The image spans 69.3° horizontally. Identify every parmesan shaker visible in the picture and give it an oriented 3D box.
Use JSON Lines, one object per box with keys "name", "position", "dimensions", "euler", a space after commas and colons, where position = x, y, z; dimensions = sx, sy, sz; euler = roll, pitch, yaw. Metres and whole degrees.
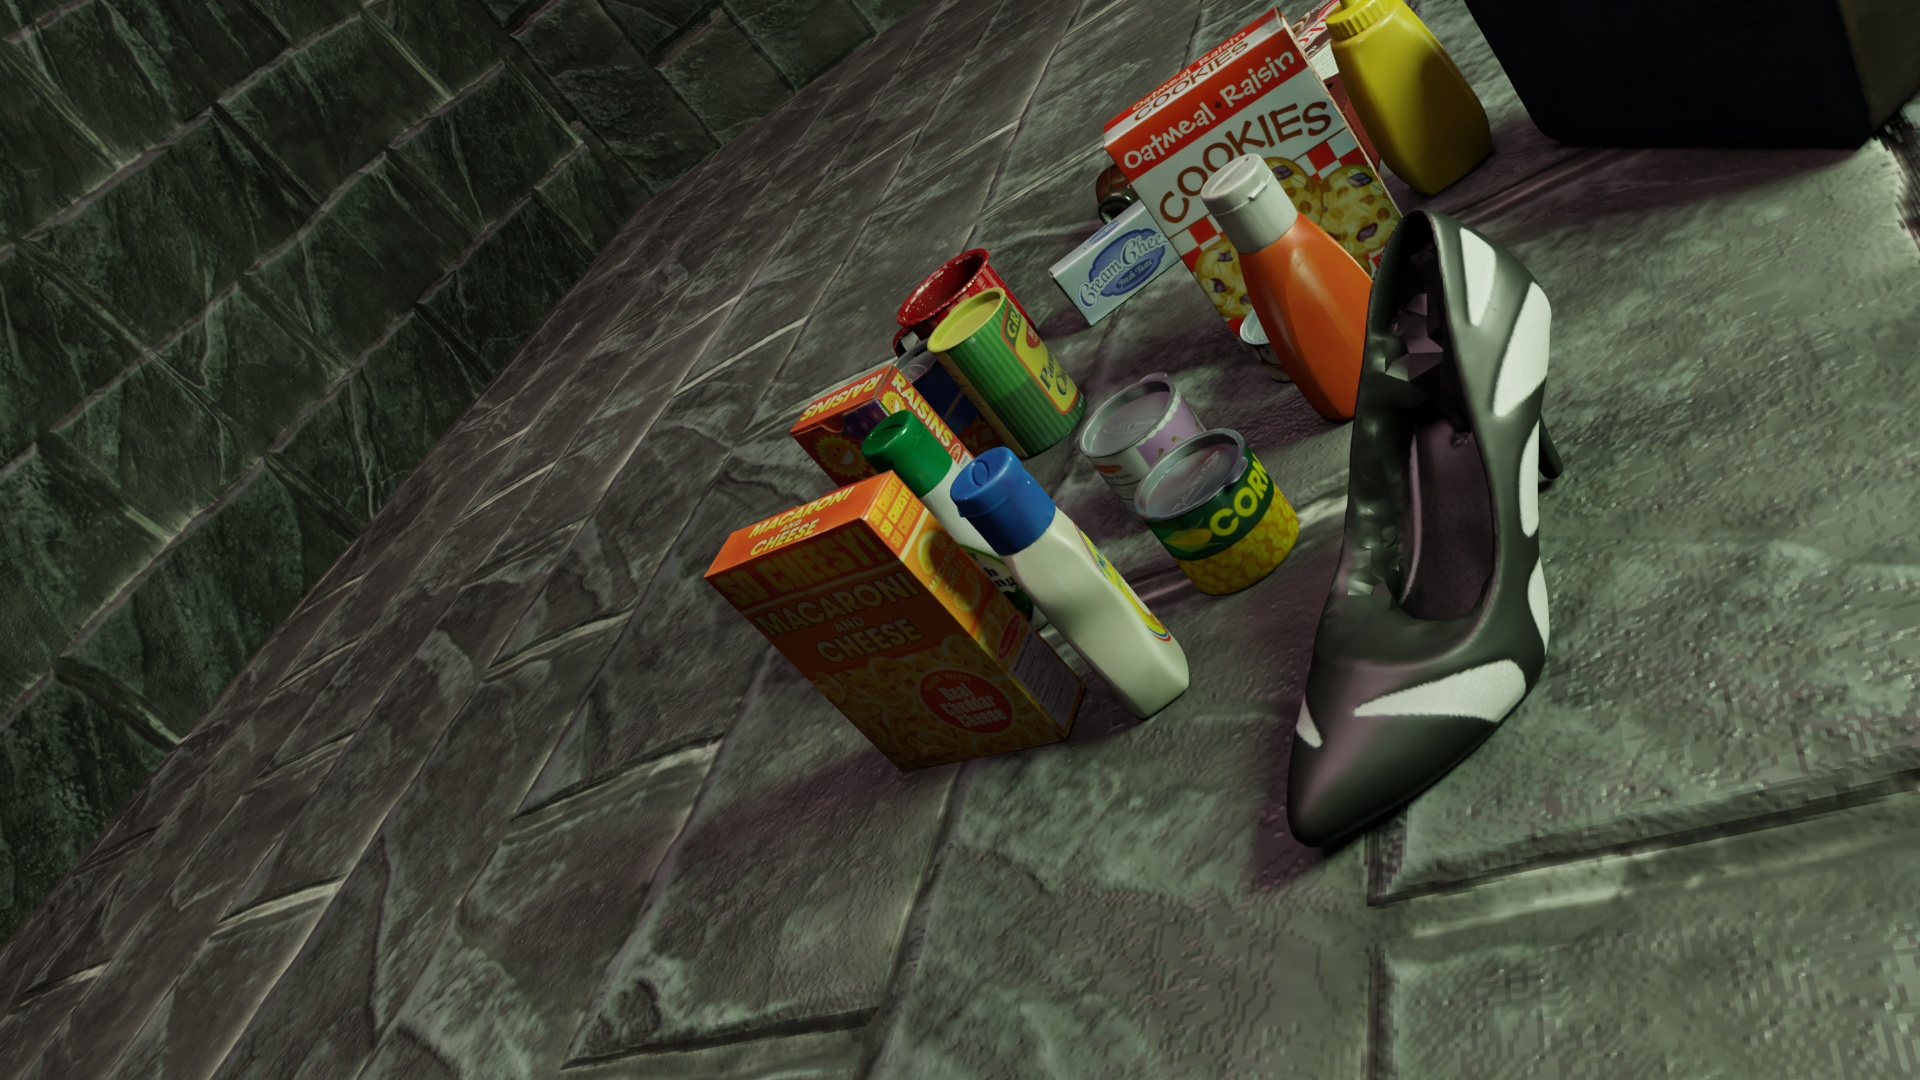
{"name": "parmesan shaker", "position": [0.034, -0.118, 0.976], "dimensions": [0.071, 0.103, 0.071], "euler": [-33, 26, 18]}

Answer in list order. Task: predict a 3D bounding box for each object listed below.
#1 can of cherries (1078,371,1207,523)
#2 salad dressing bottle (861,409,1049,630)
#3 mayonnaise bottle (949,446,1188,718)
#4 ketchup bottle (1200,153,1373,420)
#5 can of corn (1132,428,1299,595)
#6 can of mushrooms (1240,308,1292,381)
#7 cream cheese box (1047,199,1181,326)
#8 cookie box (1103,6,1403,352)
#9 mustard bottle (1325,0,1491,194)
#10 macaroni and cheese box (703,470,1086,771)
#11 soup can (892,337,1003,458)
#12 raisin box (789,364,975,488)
{"name": "can of cherries", "position": [0.114, -0.054, 0.810], "dimensions": [0.071, 0.058, 0.072], "euler": [-32, 26, 18]}
{"name": "salad dressing bottle", "position": [0.003, -0.010, 0.789], "dimensions": [0.064, 0.147, 0.044], "euler": [-10, 39, 48]}
{"name": "mayonnaise bottle", "position": [0.053, 0.019, 0.669], "dimensions": [0.041, 0.147, 0.065], "euler": [-37, 25, 9]}
{"name": "ketchup bottle", "position": [0.182, -0.136, 0.740], "dimensions": [0.065, 0.148, 0.043], "euler": [-44, 25, -6]}
{"name": "can of corn", "position": [0.134, -0.014, 0.716], "dimensions": [0.071, 0.058, 0.071], "euler": [-32, 26, 18]}
{"name": "can of mushrooms", "position": [0.205, -0.129, 0.834], "dimensions": [0.071, 0.033, 0.071], "euler": [-32, 26, 18]}
{"name": "cream cheese box", "position": [0.124, -0.217, 1.068], "dimensions": [0.103, 0.053, 0.024], "euler": [-36, 25, 10]}
{"name": "cookie box", "position": [0.183, -0.215, 0.847], "dimensions": [0.122, 0.167, 0.040], "euler": [-30, 27, 23]}
{"name": "mustard bottle", "position": [0.268, -0.292, 0.860], "dimensions": [0.065, 0.160, 0.049], "euler": [-37, 25, 9]}
{"name": "macaroni and cheese box", "position": [-0.033, 0.047, 0.724], "dimensions": [0.123, 0.166, 0.040], "euler": [-19, 33, 40]}
{"name": "soup can", "position": [-0.014, -0.099, 1.034], "dimensions": [0.071, 0.083, 0.072], "euler": [-32, 26, 18]}
{"name": "raisin box", "position": [-0.044, -0.053, 0.956], "dimensions": [0.086, 0.123, 0.040], "euler": [-19, 33, 40]}
